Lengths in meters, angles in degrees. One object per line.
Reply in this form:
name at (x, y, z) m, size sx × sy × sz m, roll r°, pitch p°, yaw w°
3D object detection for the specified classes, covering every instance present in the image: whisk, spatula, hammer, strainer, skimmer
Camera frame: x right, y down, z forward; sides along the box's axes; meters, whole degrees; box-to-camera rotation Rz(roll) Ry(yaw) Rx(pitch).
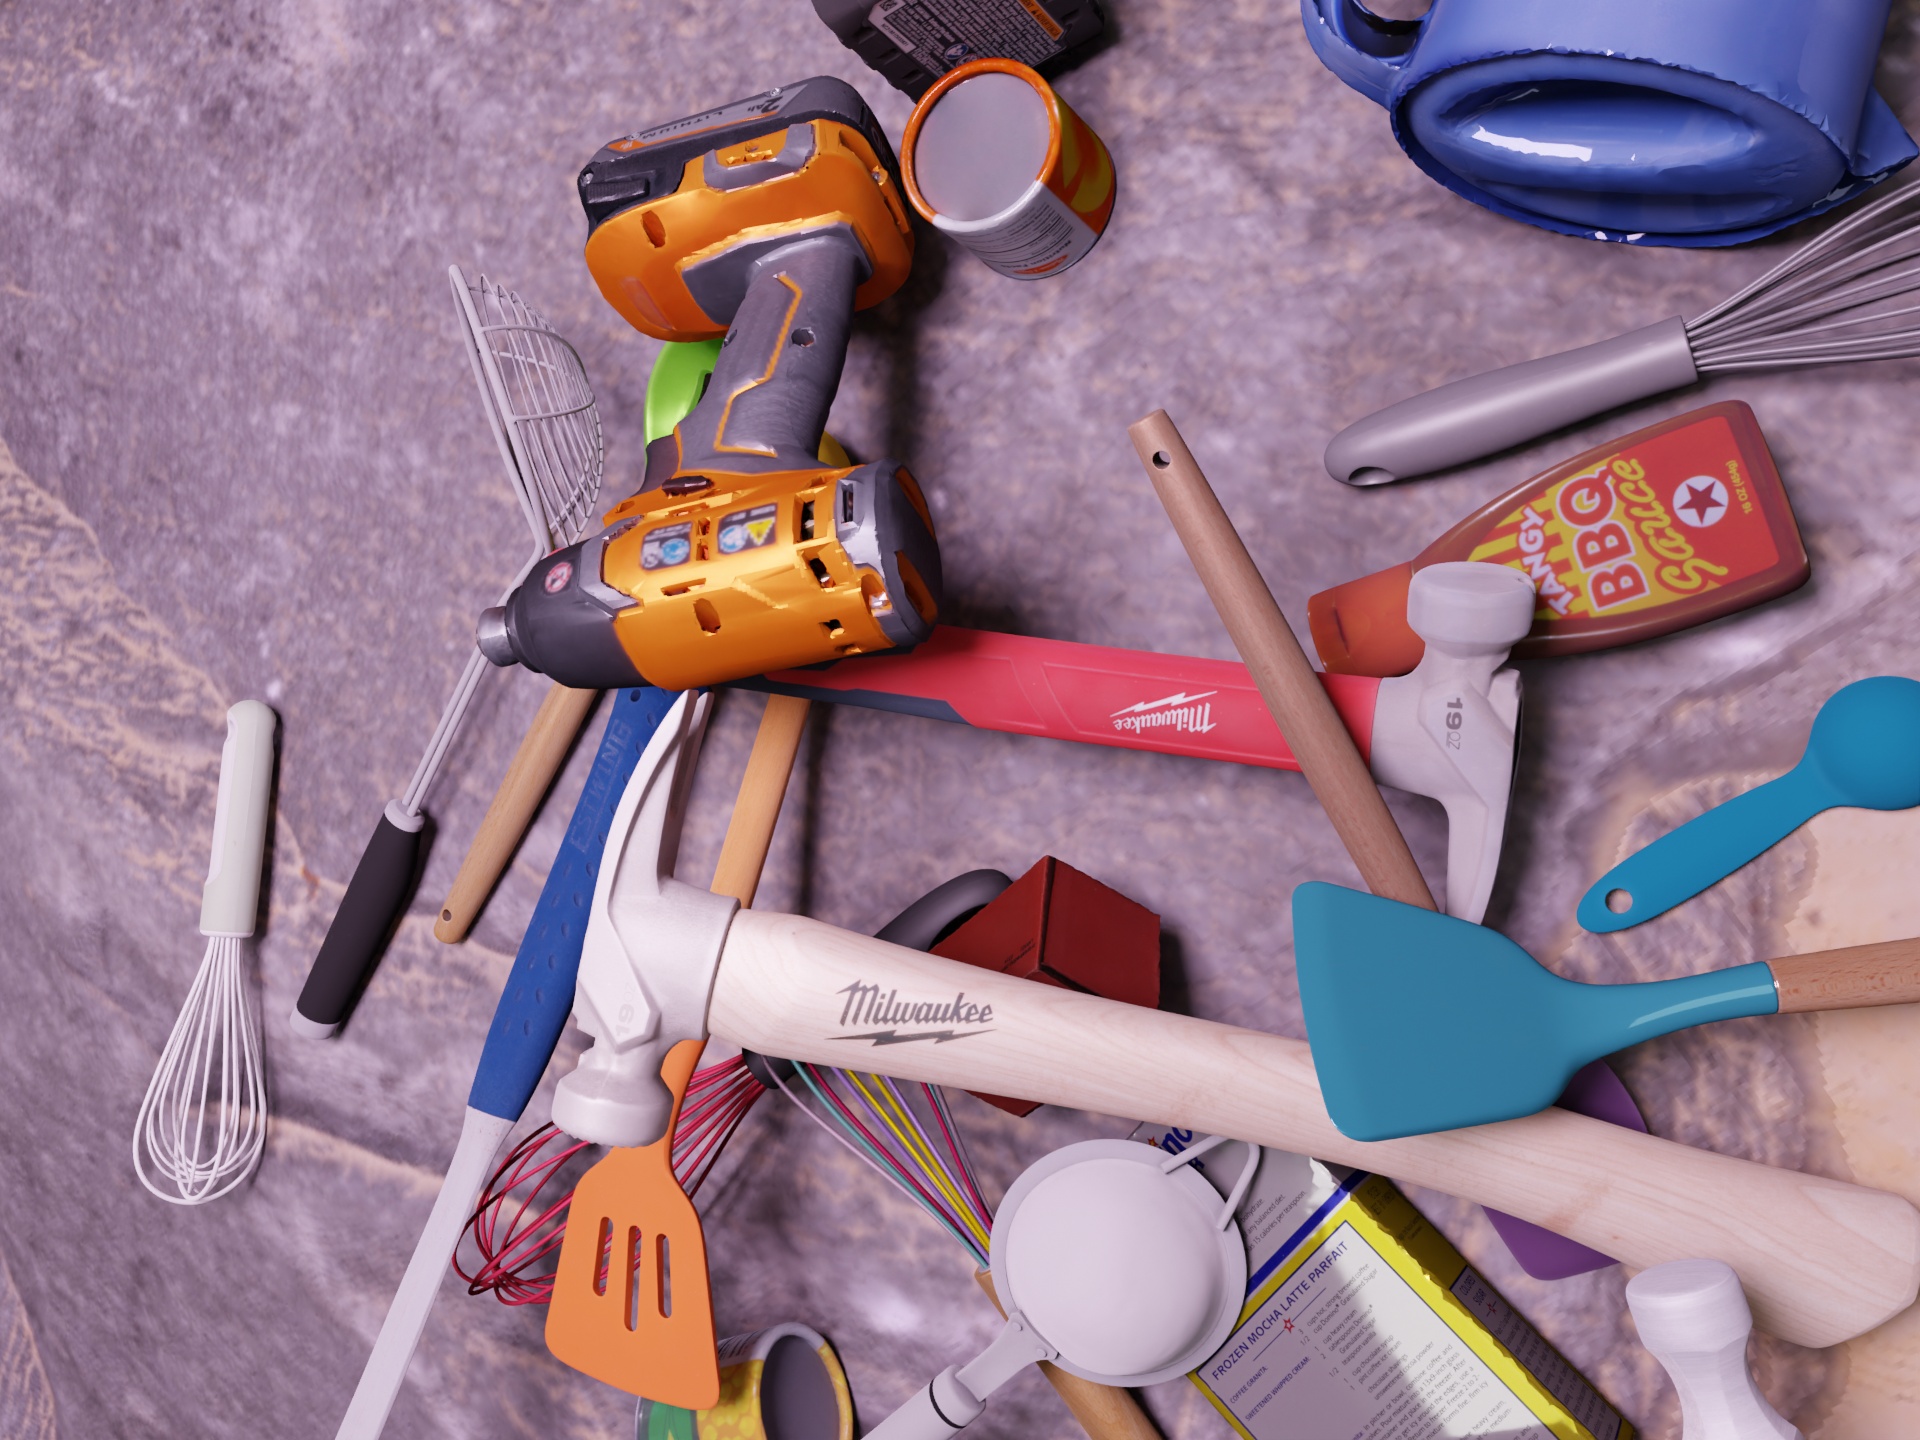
whisk at (-0.094, 0.150, 0.643) m, size 0.296 × 0.073 × 0.073 m, roll -38°, pitch 72°, yaw 14°
whisk at (0.230, -0.119, 0.507) m, size 0.239 × 0.055 × 0.055 m, roll -16°, pitch 80°, yaw 28°
spatula at (0.258, 0.069, 0.447) m, size 0.317 × 0.044 × 0.082 m, roll -9°, pitch 52°, yaw 11°
hammer at (0.083, 0.103, 0.494) m, size 0.410 × 0.038 × 0.146 m, roll 13°, pitch 91°, yaw 6°
strainer at (0.005, 0.229, 0.545) m, size 0.087 × 0.050 × 0.258 m, roll 46°, pitch 108°, yaw 3°
spatula at (-0.091, 0.092, 0.618) m, size 0.081 × 0.041 × 0.323 m, roll 6°, pitch 70°, yaw 27°
whisk at (0.000, 0.177, 0.581) m, size 0.245 × 0.051 × 0.047 m, roll 54°, pitch 133°, yaw 1°
skimmer at (-0.253, -0.017, 0.710) m, size 0.363 × 0.090 × 0.127 m, roll -62°, pitch 32°, yaw 13°
whisk at (-0.362, 0.112, 0.781) m, size 0.058 × 0.059 × 0.246 m, roll -4°, pitch 80°, yaw 53°
hammer at (-0.001, -0.002, 0.580) m, size 0.386 × 0.038 × 0.143 m, roll 8°, pitch 113°, yaw 23°
hammer at (0.099, 0.259, 0.509) m, size 0.331 × 0.033 × 0.128 m, roll -23°, pitch 81°, yaw 34°
hammer at (-0.196, 0.166, 0.635) m, size 0.144 × 0.035 × 0.406 m, roll 9°, pitch 72°, yaw 39°
spatula at (0.135, 0.043, 0.499) m, size 0.060 × 0.018 × 0.316 m, roll -27°, pitch 99°, yaw 22°

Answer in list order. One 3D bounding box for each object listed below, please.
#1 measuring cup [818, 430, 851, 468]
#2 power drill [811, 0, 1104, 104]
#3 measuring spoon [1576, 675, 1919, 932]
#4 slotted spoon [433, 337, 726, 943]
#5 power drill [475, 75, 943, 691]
measuring cup at (-0.116, -0.071, 0.655) m, size 0.156 × 0.029 × 0.062 m, roll -28°, pitch 104°, yaw 9°
power drill at (-0.033, -0.354, 0.582) m, size 0.080 × 0.171 × 0.223 m, roll -22°, pitch 81°, yaw 23°
measuring spoon at (0.251, 0.031, 0.500) m, size 0.128 × 0.021 × 0.042 m, roll -37°, pitch 72°, yaw 18°
slotted spoon at (-0.163, -0.032, 0.703) m, size 0.070 × 0.031 × 0.313 m, roll 36°, pitch 104°, yaw 23°
power drill at (-0.092, -0.114, 0.575) m, size 0.164 × 0.084 × 0.227 m, roll -11°, pitch 60°, yaw 15°
